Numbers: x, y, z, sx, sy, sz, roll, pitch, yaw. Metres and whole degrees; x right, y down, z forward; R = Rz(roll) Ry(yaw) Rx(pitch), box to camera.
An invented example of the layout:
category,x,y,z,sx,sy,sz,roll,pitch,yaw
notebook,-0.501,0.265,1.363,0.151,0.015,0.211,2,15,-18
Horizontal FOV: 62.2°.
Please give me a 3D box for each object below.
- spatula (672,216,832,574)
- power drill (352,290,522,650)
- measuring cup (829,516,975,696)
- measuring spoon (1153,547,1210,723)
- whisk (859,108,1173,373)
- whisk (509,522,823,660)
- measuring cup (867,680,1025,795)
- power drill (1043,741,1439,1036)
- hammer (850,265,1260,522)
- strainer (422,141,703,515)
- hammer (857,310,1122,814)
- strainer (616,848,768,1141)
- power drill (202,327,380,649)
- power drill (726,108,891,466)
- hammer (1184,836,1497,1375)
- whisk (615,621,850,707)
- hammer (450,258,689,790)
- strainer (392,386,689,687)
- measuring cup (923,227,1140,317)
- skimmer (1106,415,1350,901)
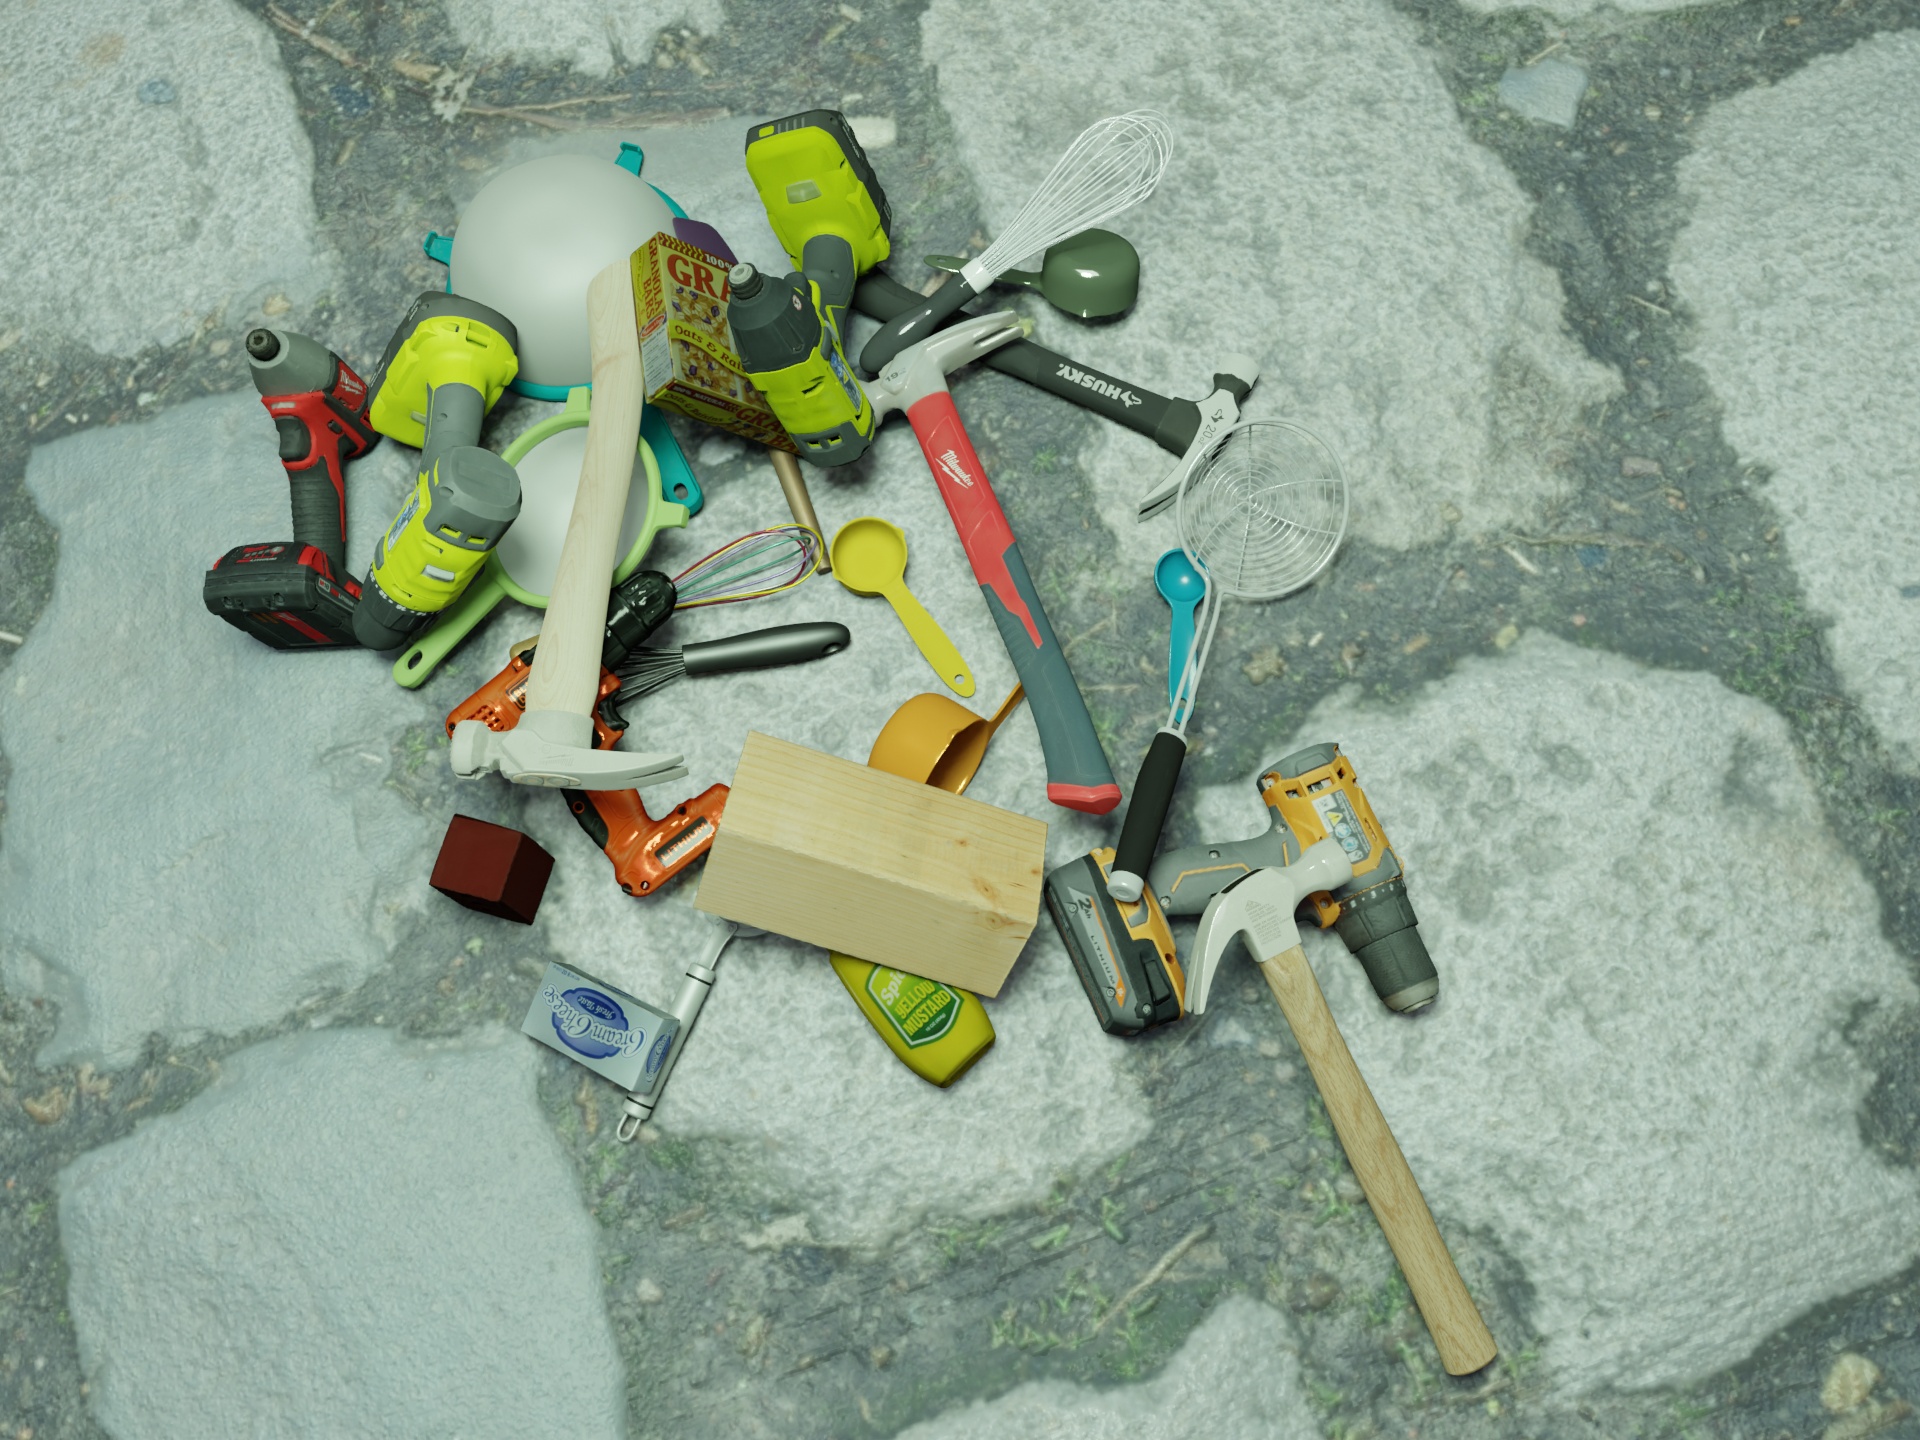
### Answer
category,x,y,z,sx,sy,sz,roll,pitch,yaw
spatula,-0.154,-0.254,1.222,0.018,0.059,0.316,-33,71,39
power drill,-0.382,-0.176,1.145,0.080,0.190,0.229,18,47,-35
measuring cup,-0.039,-0.079,1.167,0.062,0.029,0.156,-35,85,-7
measuring spoon,0.157,-0.060,1.149,0.042,0.021,0.129,3,81,-10
whisk,0.037,-0.349,1.172,0.284,0.070,0.070,-36,73,11
whisk,-0.215,-0.087,1.166,0.245,0.051,0.047,-21,96,2
measuring cup,-0.002,-0.004,1.115,0.052,0.095,0.174,30,58,17
power drill,0.190,0.135,1.051,0.226,0.084,0.185,-22,74,-8
hammer,0.047,-0.271,1.213,0.335,0.035,0.146,26,75,12
strainer,-0.282,-0.310,1.217,0.211,0.095,0.341,-27,71,-5
hammer,0.041,-0.114,1.107,0.143,0.038,0.387,-25,65,7
strainer,-0.173,0.166,1.086,0.087,0.050,0.258,19,77,26
power drill,-0.483,-0.172,1.163,0.078,0.143,0.220,-3,74,5
power drill,-0.109,-0.315,1.121,0.080,0.171,0.223,-9,57,17
hammer,0.244,0.248,0.986,0.130,0.031,0.331,-24,88,-10
whisk,-0.197,-0.041,1.153,0.239,0.055,0.055,-10,72,-4
hammer,-0.238,-0.146,1.089,0.146,0.038,0.411,3,65,-1
strainer,-0.312,-0.111,1.178,0.256,0.069,0.152,-43,68,6
measuring cup,0.056,-0.353,1.216,0.167,0.038,0.083,9,47,1
skimmer,0.172,-0.047,1.062,0.127,0.090,0.363,31,58,-14
